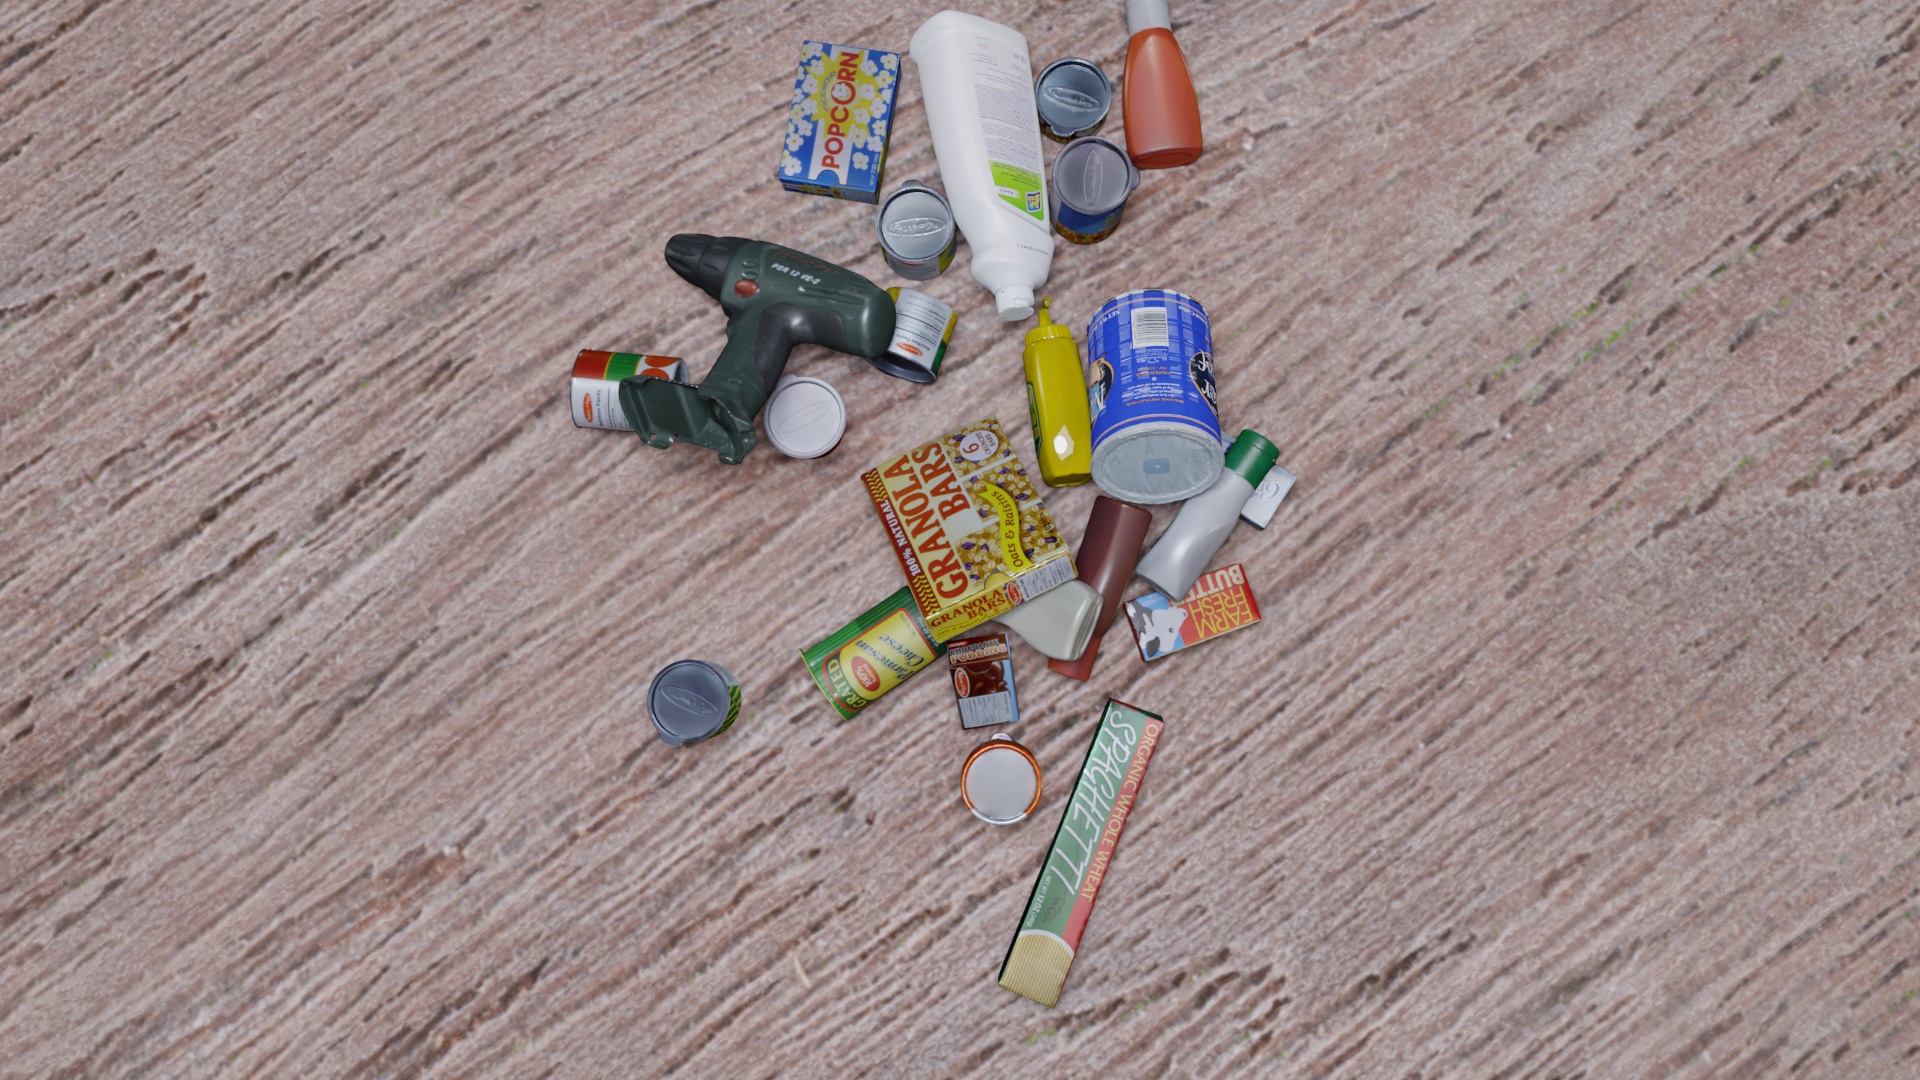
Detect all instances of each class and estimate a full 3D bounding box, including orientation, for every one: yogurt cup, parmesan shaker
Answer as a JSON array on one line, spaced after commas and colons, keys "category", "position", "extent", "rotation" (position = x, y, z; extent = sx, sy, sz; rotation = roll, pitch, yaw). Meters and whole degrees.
[{"category": "yogurt cup", "position": [-0.127, -0.098, 1.156], "extent": [0.072, 0.054, 0.072], "rotation": [0, 84, 1]}, {"category": "parmesan shaker", "position": [-0.070, 0.088, 1.128], "extent": [0.103, 0.071, 0.071], "rotation": [-34, 85, -3]}]

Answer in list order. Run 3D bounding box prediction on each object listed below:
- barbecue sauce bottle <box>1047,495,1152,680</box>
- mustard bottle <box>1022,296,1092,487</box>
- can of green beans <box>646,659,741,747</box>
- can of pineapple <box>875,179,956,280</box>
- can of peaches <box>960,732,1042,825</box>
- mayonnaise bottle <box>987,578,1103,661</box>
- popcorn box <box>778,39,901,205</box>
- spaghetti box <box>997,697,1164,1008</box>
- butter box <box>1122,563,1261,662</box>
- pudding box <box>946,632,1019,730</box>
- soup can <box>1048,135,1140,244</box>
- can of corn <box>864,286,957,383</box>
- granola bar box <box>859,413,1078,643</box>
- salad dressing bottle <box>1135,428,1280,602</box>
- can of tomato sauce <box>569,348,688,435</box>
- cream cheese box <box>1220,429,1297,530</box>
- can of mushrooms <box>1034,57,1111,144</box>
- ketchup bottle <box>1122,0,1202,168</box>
[{"category": "barbecue sauce bottle", "position": [0.111, 0.039, 1.136], "extent": [0.044, 0.065, 0.148], "rotation": [18, 93, -17]}, {"category": "mustard bottle", "position": [0.079, -0.126, 1.154], "extent": [0.049, 0.065, 0.160], "rotation": [-8, 78, -4]}, {"category": "can of green beans", "position": [-0.216, 0.130, 1.131], "extent": [0.071, 0.058, 0.071], "rotation": [0, 84, 1]}, {"category": "can of pineapple", "position": [-0.036, -0.260, 1.170], "extent": [0.071, 0.058, 0.071], "rotation": [0, 84, 1]}, {"category": "can of peaches", "position": [0.033, 0.192, 1.120], "extent": [0.071, 0.058, 0.071], "rotation": [0, 85, 1]}, {"category": "mayonnaise bottle", "position": [0.039, 0.042, 1.120], "extent": [0.148, 0.041, 0.064], "rotation": [25, 97, 27]}, {"category": "popcorn box", "position": [-0.102, -0.359, 1.193], "extent": [0.085, 0.038, 0.127], "rotation": [9, 84, 1]}, {"category": "spaghetti box", "position": [0.098, 0.251, 1.127], "extent": [0.050, 0.028, 0.250], "rotation": [22, 85, 2]}, {"category": "butter box", "position": [0.191, 0.059, 1.149], "extent": [0.103, 0.024, 0.053], "rotation": [-20, 84, -1]}, {"category": "pudding box", "position": [0.019, 0.114, 1.117], "extent": [0.050, 0.083, 0.030], "rotation": [-9, 44, 1]}, {"category": "soup can", "position": [0.110, -0.290, 1.159], "extent": [0.071, 0.083, 0.071], "rotation": [0, 85, 1]}, {"category": "can of corn", "position": [-0.043, -0.170, 1.158], "extent": [0.071, 0.071, 0.058], "rotation": [19, 80, 3]}, {"category": "granola bar box", "position": [0.004, -0.014, 1.111], "extent": [0.124, 0.039, 0.166], "rotation": [-25, 51, -1]}, {"category": "salad dressing bottle", "position": [0.201, -0.021, 1.119], "extent": [0.044, 0.064, 0.148], "rotation": [35, 85, 23]}, {"category": "can of tomato sauce", "position": [-0.274, -0.124, 1.157], "extent": [0.083, 0.071, 0.071], "rotation": [5, 84, 1]}, {"category": "cream cheese box", "position": [0.223, -0.057, 1.161], "extent": [0.104, 0.024, 0.053], "rotation": [32, 87, 4]}, {"category": "can of mushrooms", "position": [0.094, -0.375, 1.194], "extent": [0.071, 0.033, 0.071], "rotation": [0, 84, 0]}, {"category": "ketchup bottle", "position": [0.168, -0.396, 1.190], "extent": [0.065, 0.043, 0.149], "rotation": [-6, 84, -1]}]
